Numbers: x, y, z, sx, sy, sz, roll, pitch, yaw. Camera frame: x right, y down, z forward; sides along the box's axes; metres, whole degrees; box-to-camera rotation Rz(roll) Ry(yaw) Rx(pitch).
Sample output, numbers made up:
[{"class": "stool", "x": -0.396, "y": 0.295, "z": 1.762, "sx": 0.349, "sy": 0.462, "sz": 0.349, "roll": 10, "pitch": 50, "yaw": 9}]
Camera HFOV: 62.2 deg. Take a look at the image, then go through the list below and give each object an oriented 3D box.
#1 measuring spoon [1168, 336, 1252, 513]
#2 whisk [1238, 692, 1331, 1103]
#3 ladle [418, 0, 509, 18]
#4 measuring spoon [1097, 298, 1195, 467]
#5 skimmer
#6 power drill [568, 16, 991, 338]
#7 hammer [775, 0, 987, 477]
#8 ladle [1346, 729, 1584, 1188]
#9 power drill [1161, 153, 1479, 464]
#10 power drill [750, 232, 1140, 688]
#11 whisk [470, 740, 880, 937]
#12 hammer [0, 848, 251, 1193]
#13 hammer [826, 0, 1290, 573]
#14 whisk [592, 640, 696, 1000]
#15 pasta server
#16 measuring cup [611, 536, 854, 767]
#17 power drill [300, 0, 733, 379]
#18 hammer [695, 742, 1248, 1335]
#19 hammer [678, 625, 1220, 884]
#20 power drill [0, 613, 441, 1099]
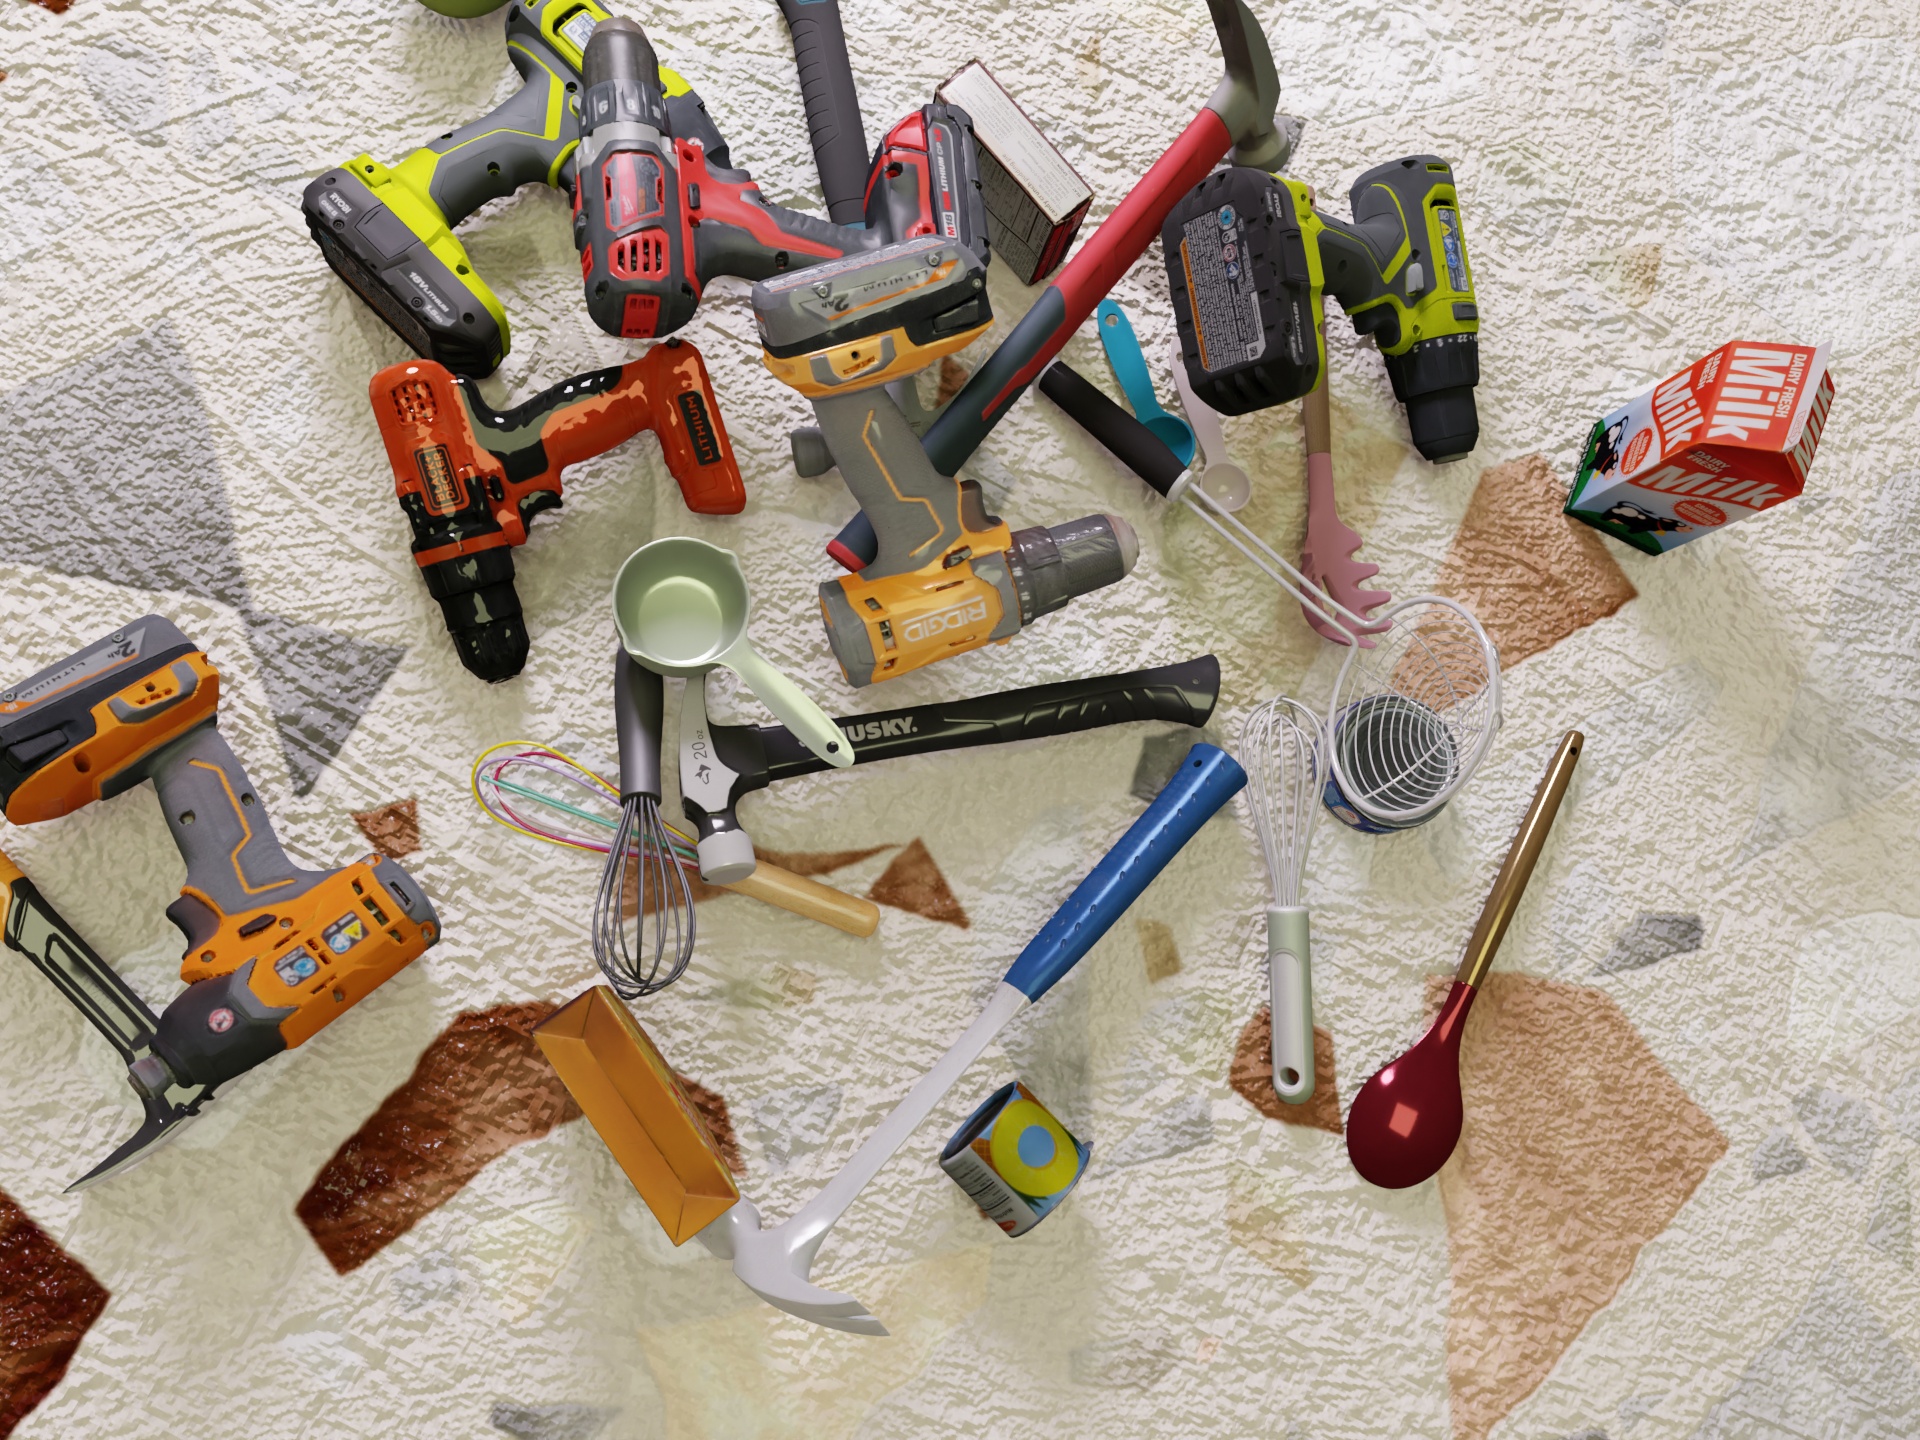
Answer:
[{"class": "measuring spoon", "x": 0.154, "y": -0.187, "z": 1.016, "sx": 0.034, "sy": 0.018, "sz": 0.124, "roll": -12, "pitch": 76, "yaw": -12}, {"class": "whisk", "x": 0.197, "y": 0.106, "z": 0.959, "sx": 0.058, "sy": 0.059, "sz": 0.246, "roll": -4, "pitch": 85, "yaw": 28}, {"class": "ladle", "x": -0.194, "y": -0.501, "z": 0.984, "sx": 0.320, "sy": 0.062, "sz": 0.078, "roll": -22, "pitch": 68, "yaw": -15}, {"class": "measuring spoon", "x": 0.114, "y": -0.209, "z": 1.011, "sx": 0.042, "sy": 0.021, "sz": 0.129, "roll": -21, "pitch": 75, "yaw": 9}, {"class": "skimmer", "x": 0.161, "y": -0.095, "z": 0.928, "sx": 0.363, "sy": 0.127, "sz": 0.090, "roll": 43, "pitch": 35, "yaw": 14}, {"class": "power drill", "x": -0.108, "y": -0.307, "z": 0.905, "sx": 0.226, "sy": 0.080, "sz": 0.188, "roll": -3, "pitch": 74, "yaw": -16}, {"class": "hammer", "x": -0.068, "y": -0.318, "z": 0.987, "sx": 0.128, "sy": 0.033, "sz": 0.331, "roll": -10, "pitch": 83, "yaw": -10}, {"class": "ladle", "x": 0.324, "y": 0.142, "z": 0.984, "sx": 0.069, "sy": 0.031, "sz": 0.315, "roll": 30, "pitch": 76, "yaw": -5}, {"class": "power drill", "x": 0.237, "y": -0.247, "z": 0.972, "sx": 0.228, "sy": 0.080, "sz": 0.190, "roll": -12, "pitch": 92, "yaw": -39}, {"class": "power drill", "x": -0.005, "y": -0.145, "z": 0.871, "sx": 0.185, "sy": 0.084, "sz": 0.226, "roll": -18, "pitch": 114, "yaw": -8}, {"class": "whisk", "x": -0.160, "y": 0.070, "z": 0.905, "sx": 0.245, "sy": 0.051, "sz": 0.047, "roll": 22, "pitch": 72, "yaw": -9}, {"class": "hammer", "x": -0.523, "y": 0.091, "z": 0.844, "sx": 0.127, "sy": 0.034, "sz": 0.337, "roll": -43, "pitch": 90, "yaw": -14}, {"class": "hammer", "x": 0.050, "y": -0.243, "z": 0.926, "sx": 0.038, "sy": 0.143, "sz": 0.386, "roll": 39, "pitch": 87, "yaw": 31}, {"class": "whisk", "x": -0.174, "y": 0.041, "z": 0.867, "sx": 0.055, "sy": 0.055, "sz": 0.239, "roll": -2, "pitch": 56, "yaw": -10}, {"class": "pasta server", "x": 0.233, "y": -0.197, "z": 1.017, "sx": 0.060, "sy": 0.040, "sz": 0.316, "roll": 5, "pitch": 78, "yaw": -30}, {"class": "measuring cup", "x": -0.124, "y": -0.030, "z": 0.888, "sx": 0.167, "sy": 0.038, "sz": 0.083, "roll": 44, "pitch": 70, "yaw": 1}, {"class": "power drill", "x": -0.251, "y": -0.312, "z": 0.934, "sx": 0.171, "sy": 0.080, "sz": 0.223, "roll": 45, "pitch": 74, "yaw": -2}, {"class": "hammer", "x": 0.029, "y": 0.164, "z": 0.894, "sx": 0.405, "sy": 0.144, "sz": 0.035, "roll": -46, "pitch": 125, "yaw": -19}, {"class": "hammer", "x": -0.001, "y": -0.003, "z": 0.937, "sx": 0.334, "sy": 0.035, "sz": 0.146, "roll": -9, "pitch": 68, "yaw": -15}, {"class": "power drill", "x": -0.405, "y": 0.075, "z": 0.823, "sx": 0.226, "sy": 0.084, "sz": 0.164, "roll": 50, "pitch": 55, "yaw": 0}]
